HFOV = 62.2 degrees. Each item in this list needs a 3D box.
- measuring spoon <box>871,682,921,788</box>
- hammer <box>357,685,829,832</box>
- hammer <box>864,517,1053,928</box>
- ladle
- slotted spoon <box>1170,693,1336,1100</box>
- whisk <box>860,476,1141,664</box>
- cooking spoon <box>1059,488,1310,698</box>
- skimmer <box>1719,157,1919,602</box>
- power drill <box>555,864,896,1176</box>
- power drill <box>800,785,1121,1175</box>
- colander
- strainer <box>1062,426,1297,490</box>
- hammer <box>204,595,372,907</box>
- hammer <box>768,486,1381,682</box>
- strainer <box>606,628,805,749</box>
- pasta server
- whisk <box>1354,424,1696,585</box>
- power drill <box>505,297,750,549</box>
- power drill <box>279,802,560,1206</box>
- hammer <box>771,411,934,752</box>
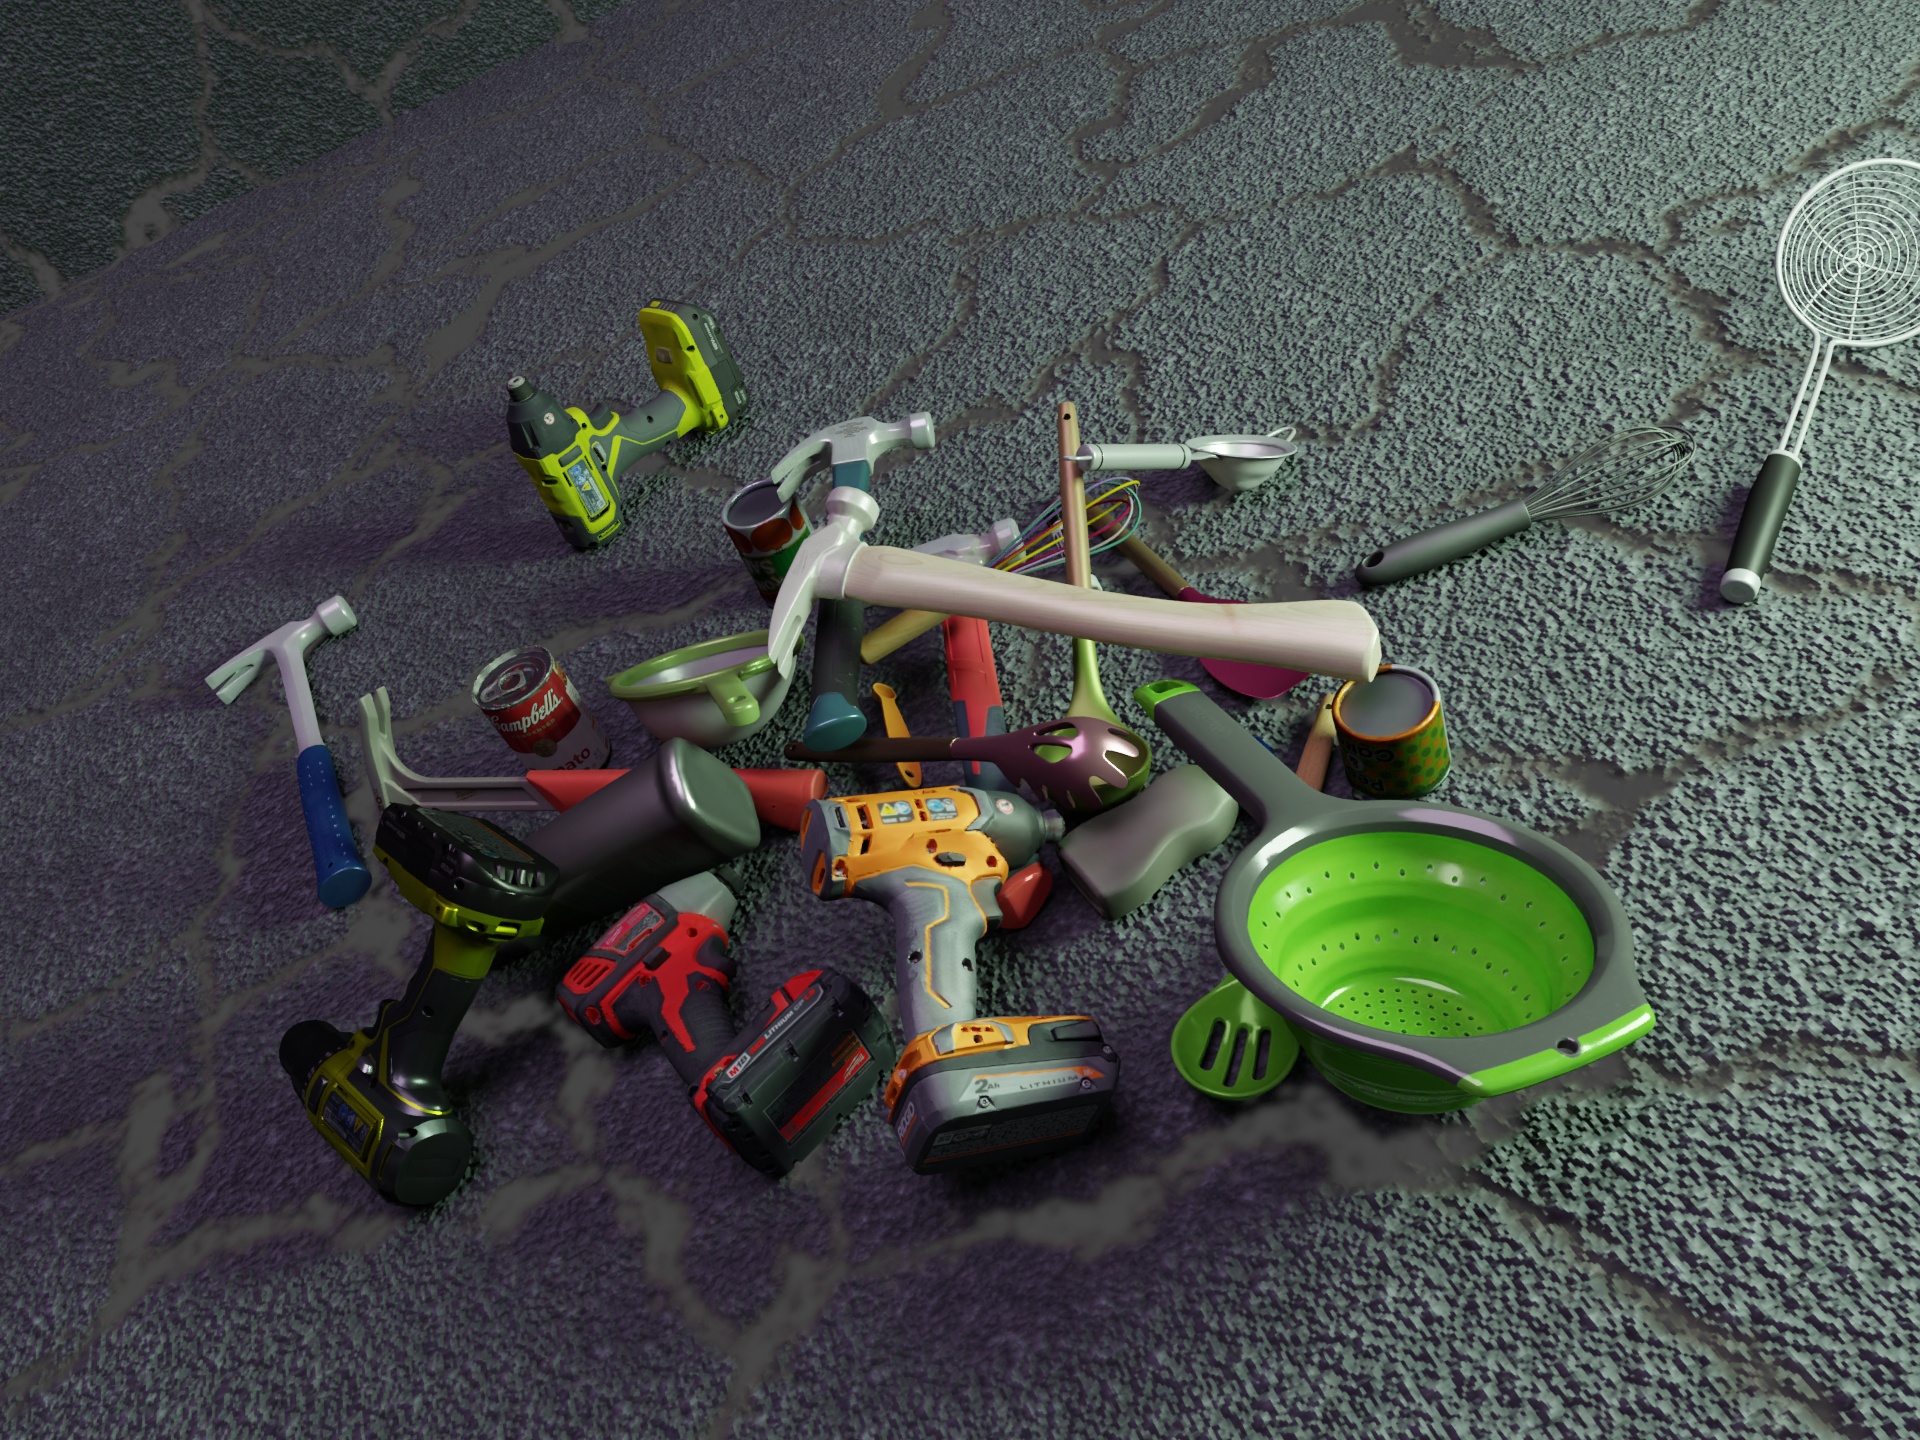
[{"bbox_3d":[-0.048,0.012,1.166,0.011,0.021,0.117,-58,33,29],"label":"measuring spoon"},{"bbox_3d":[-0.271,0.044,1.168,0.359,0.149,0.037,-1,20,16],"label":"hammer"},{"bbox_3d":[-0.002,-0.004,1.142,0.143,0.038,0.387,-18,42,9],"label":"hammer"},{"bbox_3d":[0.082,-0.086,1.094,0.078,0.062,0.320,-4,68,5],"label":"ladle"},{"bbox_3d":[0.193,0.098,0.955,0.070,0.031,0.314,8,49,21],"label":"slotted spoon"},{"bbox_3d":[0.029,-0.109,1.179,0.245,0.051,0.047,-31,20,3],"label":"whisk"},{"bbox_3d":[0.155,-0.105,1.185,0.069,0.017,0.319,-31,43,-8],"label":"cooking spoon"},{"bbox_3d":[0.577,-0.229,1.056,0.127,0.090,0.363,29,62,7],"label":"skimmer"},{"bbox_3d":[-0.149,0.176,1.006,0.143,0.078,0.220,-44,42,-20],"label":"power drill"},{"bbox_3d":[0.011,0.133,0.918,0.164,0.084,0.227,-5,51,-21],"label":"power drill"},{"bbox_3d":[0.203,0.098,0.893,0.204,0.094,0.398,-16,33,-17],"label":"colander"},{"bbox_3d":[0.166,-0.195,1.186,0.258,0.050,0.087,-9,22,-42],"label":"strainer"},{"bbox_3d":[-0.570,0.027,1.384,0.144,0.035,0.406,-31,42,-7],"label":"hammer"},{"bbox_3d":[0.066,-0.065,1.046,0.411,0.038,0.146,11,65,25],"label":"hammer"},{"bbox_3d":[-0.170,-0.007,1.161,0.151,0.069,0.256,-17,16,-12],"label":"strainer"},{"bbox_3d":[-0.015,0.024,1.075,0.316,0.040,0.060,-2,58,47],"label":"pasta server"},{"bbox_3d":[0.386,-0.145,1.097,0.239,0.055,0.055,-22,42,10],"label":"whisk"},{"bbox_3d":[-0.315,-0.291,1.489,0.080,0.171,0.223,20,55,39],"label":"power drill"},{"bbox_3d":[-0.366,0.176,1.046,0.191,0.080,0.228,24,93,40],"label":"power drill"},{"bbox_3d":[-0.086,-0.112,1.193,0.128,0.033,0.331,-7,49,9],"label":"hammer"}]
